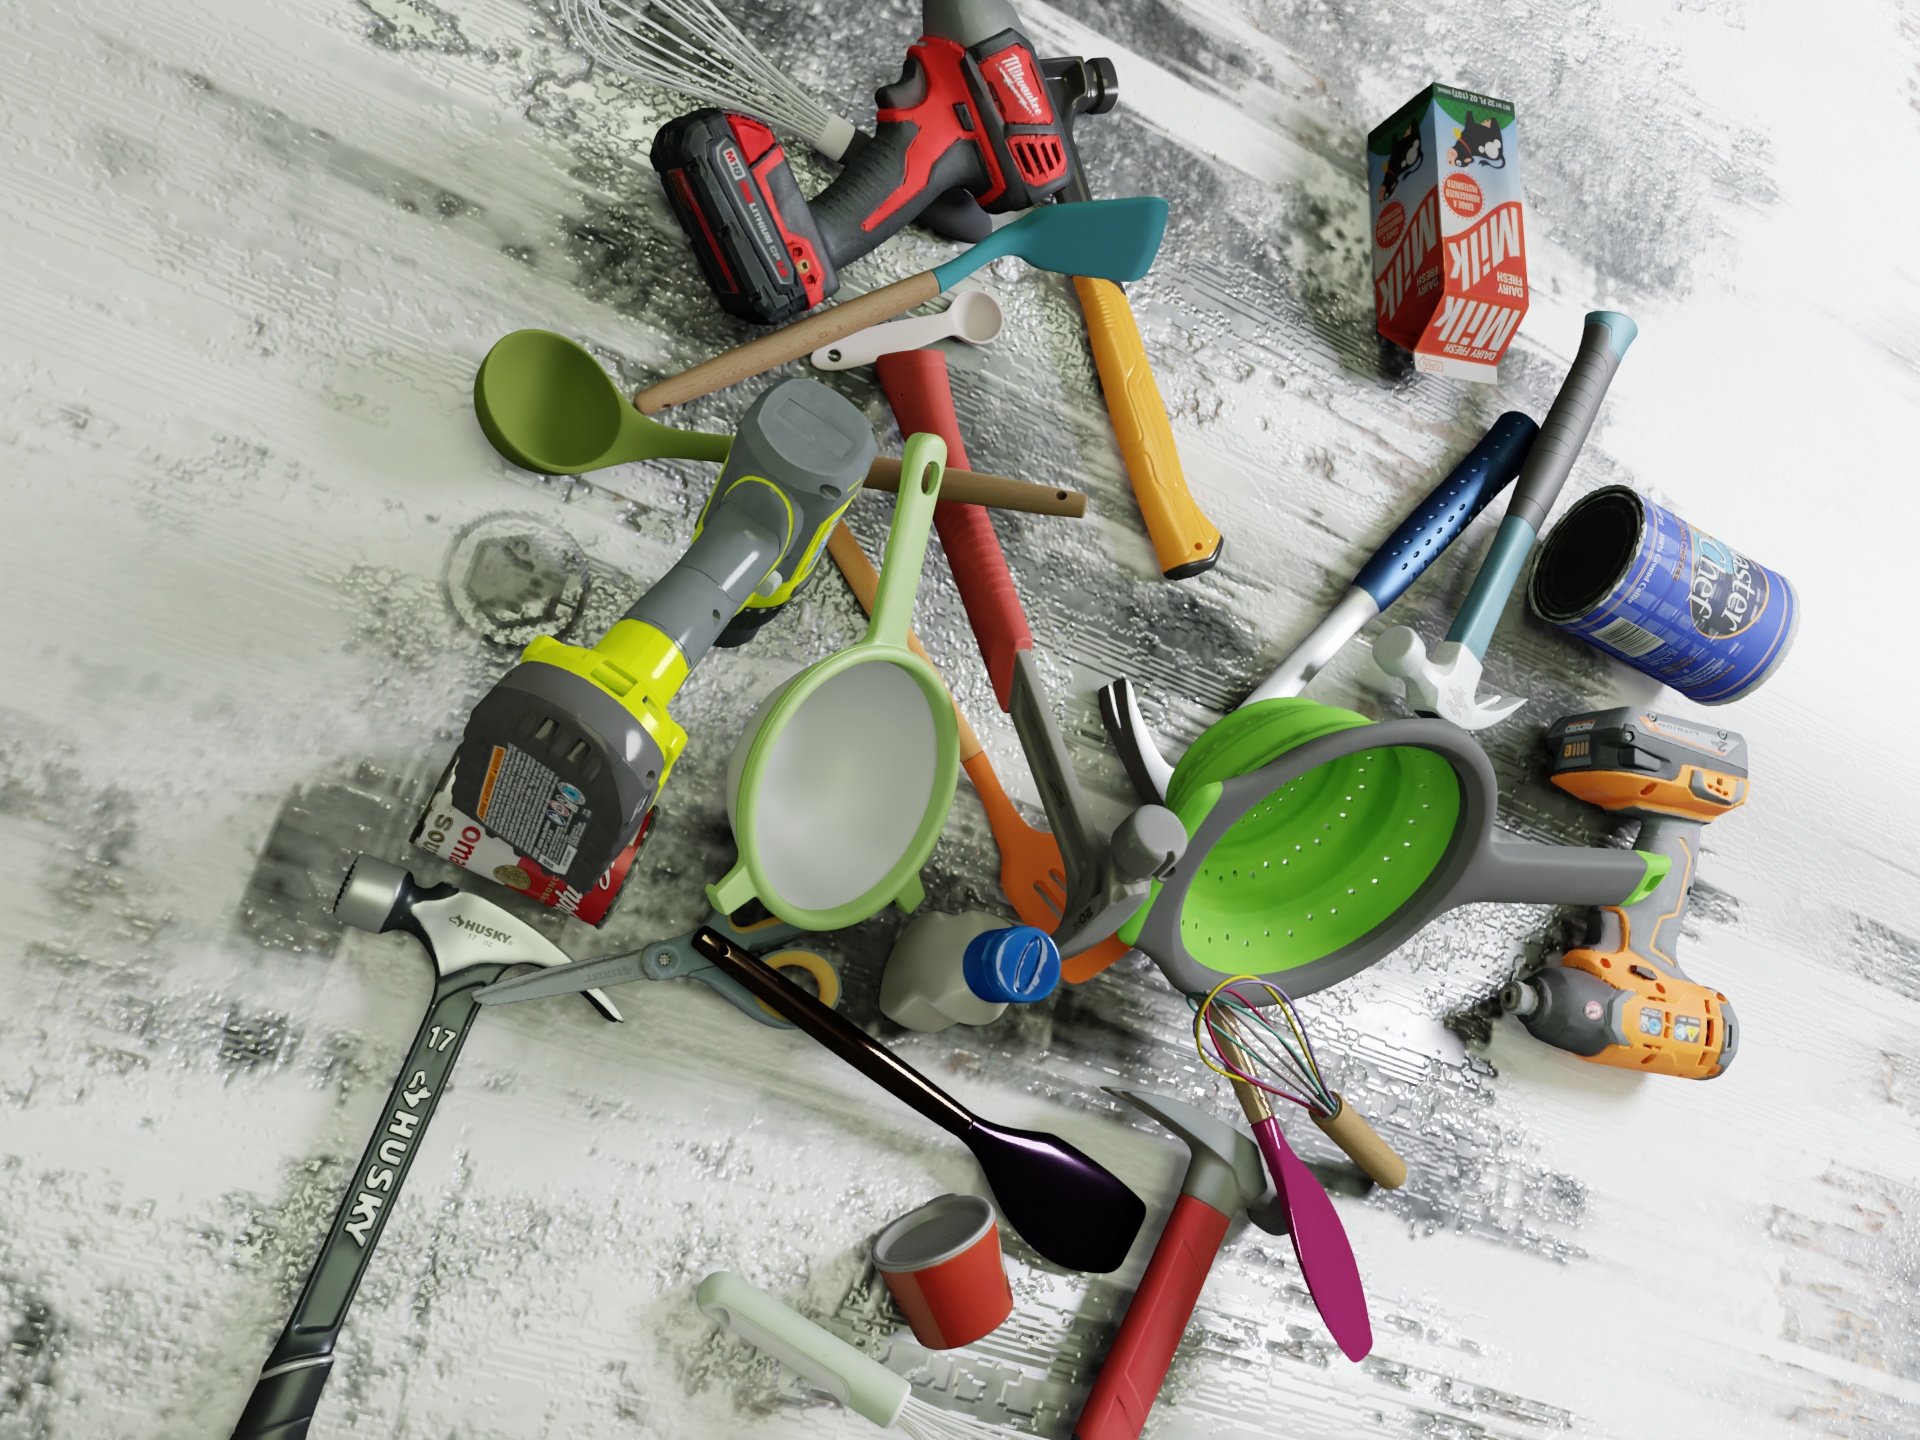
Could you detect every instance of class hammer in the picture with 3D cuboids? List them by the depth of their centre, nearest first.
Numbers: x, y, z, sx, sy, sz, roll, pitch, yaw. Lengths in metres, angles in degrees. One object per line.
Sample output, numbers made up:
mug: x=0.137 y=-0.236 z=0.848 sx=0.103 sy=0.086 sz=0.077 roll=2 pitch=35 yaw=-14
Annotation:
hammer: x=-0.289 y=0.276 z=0.727 sx=0.149 sy=0.036 sz=0.409 roll=25 pitch=72 yaw=-18
hammer: x=0.059 y=0.389 z=0.841 sx=0.143 sy=0.038 sz=0.386 roll=36 pitch=70 yaw=-21
hammer: x=0.016 y=-0.050 z=0.863 sx=0.036 sy=0.149 sz=0.359 roll=-4 pitch=62 yaw=-30
hammer: x=0.086 y=-0.247 z=0.983 sx=0.127 sy=0.034 sz=0.337 roll=-16 pitch=87 yaw=-25
hammer: x=0.249 y=-0.075 z=1.017 sx=0.405 sy=0.035 sz=0.144 roll=-43 pitch=98 yaw=-24
hammer: x=0.373 y=-0.139 z=1.048 sx=0.128 sy=0.033 sz=0.331 roll=41 pitch=70 yaw=-35

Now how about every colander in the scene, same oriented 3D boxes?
colander: x=0.249 y=0.061 z=0.909 sx=0.396 sy=0.204 sz=0.095 roll=5 pitch=36 yaw=-30

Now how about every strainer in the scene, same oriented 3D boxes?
strainer: x=-0.062 y=-0.024 z=0.817 sx=0.151 sy=0.069 sz=0.256 roll=8 pitch=97 yaw=-50

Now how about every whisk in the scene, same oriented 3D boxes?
whisk: x=-0.025 y=0.346 z=0.790 sx=0.246 sy=0.057 sz=0.059 roll=30 pitch=41 yaw=4
whisk: x=0.193 y=0.211 z=0.893 sx=0.244 sy=0.051 sz=0.047 roll=46 pitch=50 yaw=-38
whisk: x=-0.101 y=-0.353 z=0.915 sx=0.284 sy=0.070 sz=0.070 roll=27 pitch=71 yaw=-21

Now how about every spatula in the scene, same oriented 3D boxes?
spatula: x=-0.018 y=0.204 z=0.846 sx=0.315 sy=0.018 sz=0.060 roll=40 pitch=68 yaw=-19
spatula: x=-0.001 y=-0.003 z=0.896 sx=0.081 sy=0.041 sz=0.322 roll=-33 pitch=92 yaw=-31
spatula: x=-0.033 y=-0.231 z=0.900 sx=0.317 sy=0.082 sz=0.044 roll=-26 pitch=77 yaw=-12

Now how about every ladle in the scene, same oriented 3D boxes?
ladle: x=-0.092 y=-0.142 z=0.821 sx=0.320 sy=0.062 sz=0.078 roll=10 pitch=65 yaw=2

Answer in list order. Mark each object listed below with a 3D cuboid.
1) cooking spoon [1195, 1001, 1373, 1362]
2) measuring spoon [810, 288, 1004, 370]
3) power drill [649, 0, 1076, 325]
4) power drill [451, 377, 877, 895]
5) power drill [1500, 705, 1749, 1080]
cooking spoon: x=0.160 y=0.202 z=0.902 sx=0.068 sy=0.017 sz=0.319 roll=3 pitch=62 yaw=-57
measuring spoon: x=-0.032 y=-0.226 z=0.943 sx=0.124 sy=0.018 sz=0.034 roll=-19 pitch=88 yaw=-18
power drill: x=-0.050 y=-0.321 z=0.878 sx=0.219 sy=0.079 sz=0.143 roll=-31 pitch=115 yaw=-14
power drill: x=-0.135 y=-0.035 z=0.745 sx=0.080 sy=0.190 sz=0.229 roll=35 pitch=56 yaw=-4
power drill: x=0.429 y=0.111 z=1.035 sx=0.164 sy=0.084 sz=0.226 roll=12 pitch=79 yaw=-19
